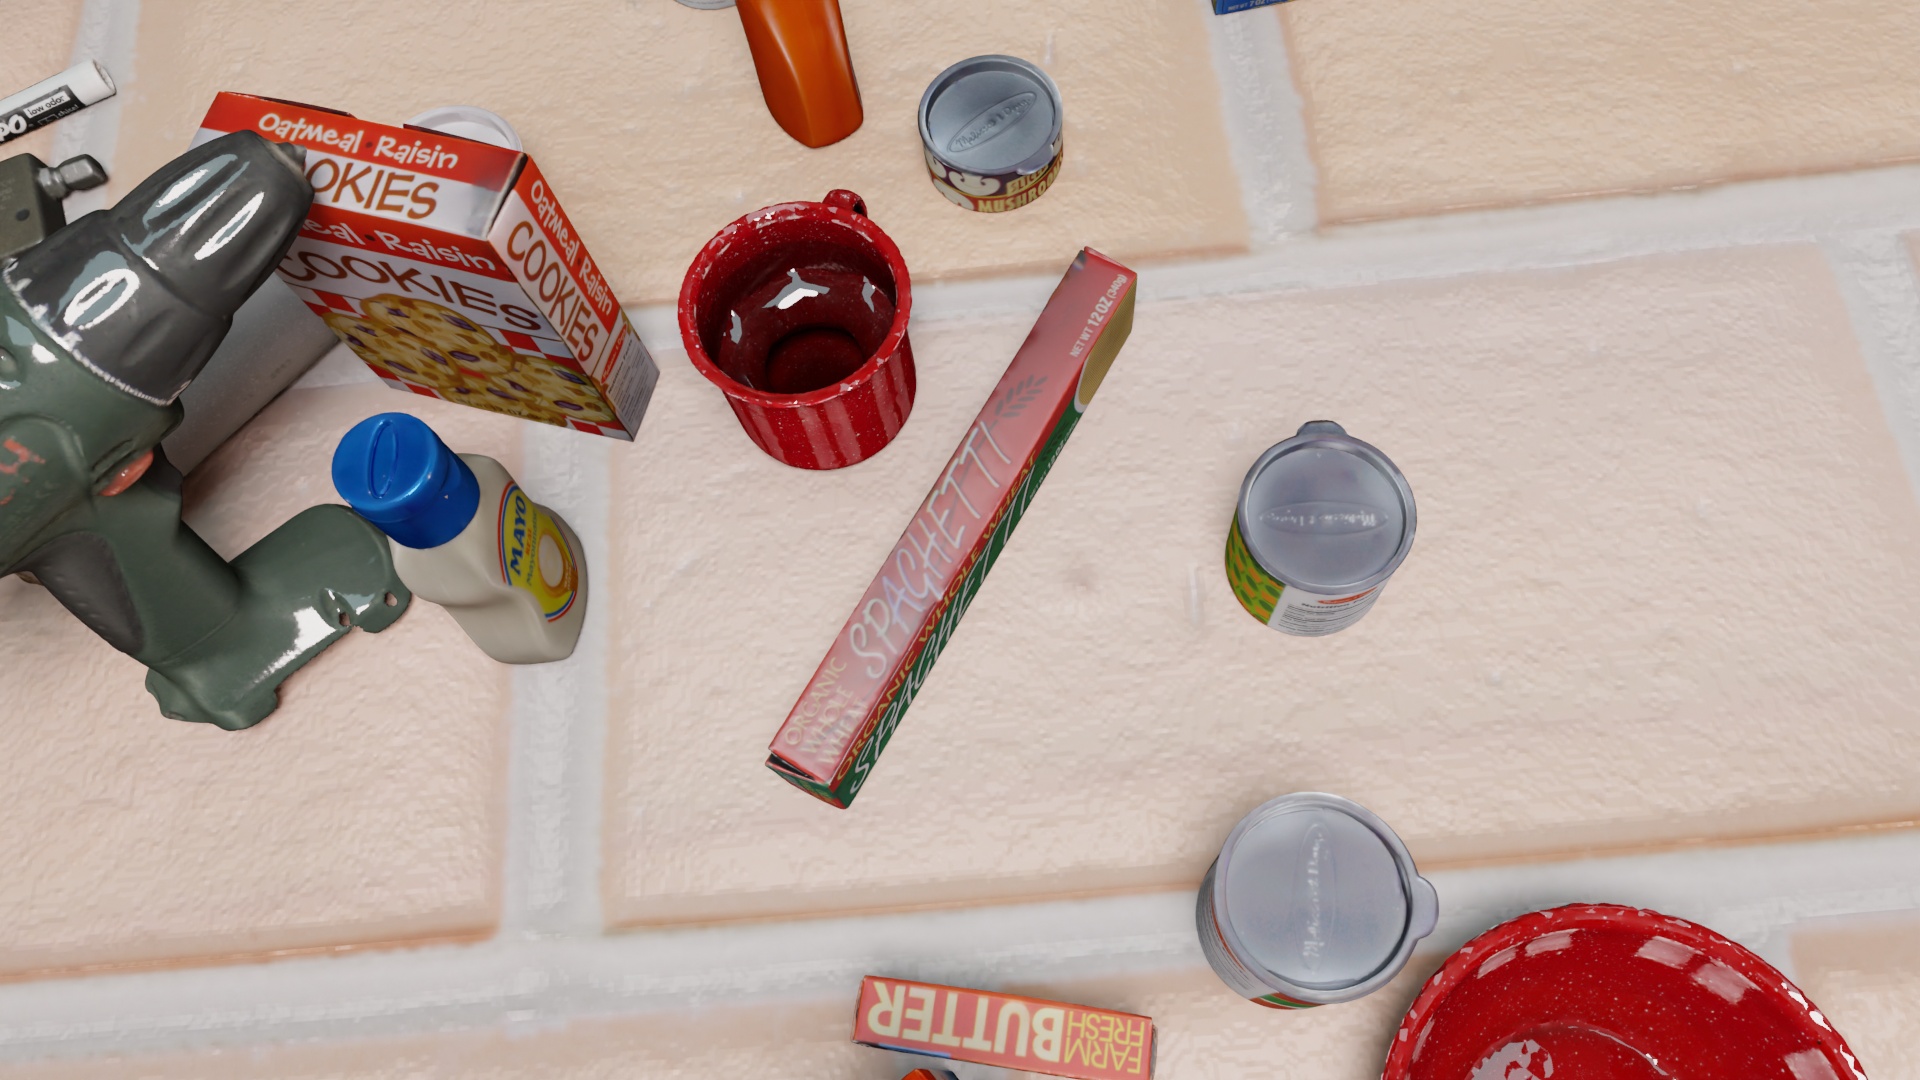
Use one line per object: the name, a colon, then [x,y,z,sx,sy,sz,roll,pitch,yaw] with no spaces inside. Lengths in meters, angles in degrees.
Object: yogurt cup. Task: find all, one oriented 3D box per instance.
yogurt cup: [-0.225,-0.157,0.638,0.072,0.053,0.072,-1,69,4]

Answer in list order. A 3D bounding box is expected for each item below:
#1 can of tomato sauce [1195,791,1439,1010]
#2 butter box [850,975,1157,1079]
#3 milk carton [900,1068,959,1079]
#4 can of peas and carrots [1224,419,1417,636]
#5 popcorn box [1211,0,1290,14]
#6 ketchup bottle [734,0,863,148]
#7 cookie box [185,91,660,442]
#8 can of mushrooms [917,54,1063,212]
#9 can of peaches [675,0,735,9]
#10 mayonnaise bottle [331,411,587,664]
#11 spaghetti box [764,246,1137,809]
can of tomato sauce: [0.120,0.128,0.484,0.071,0.083,0.071,-2,69,4]
butter box: [0.016,0.174,0.491,0.103,0.053,0.024,6,70,7]
milk carton: [-0.014,0.207,0.406,0.072,0.190,0.073,-38,71,-10]
can of peas and carrots: [0.139,-0.003,0.547,0.071,0.058,0.071,-1,69,4]
popcorn box: [0.180,-0.299,0.645,0.127,0.085,0.038,-11,69,0]
ketchup bottle: [-0.078,-0.240,0.608,0.043,0.148,0.065,-29,70,-6]
cookie box: [-0.204,-0.103,0.554,0.123,0.167,0.040,13,71,9]
can of mushrooms: [0.016,-0.186,0.641,0.071,0.033,0.071,-1,69,4]
can of peaches: [-0.127,-0.310,0.688,0.071,0.058,0.071,-1,69,4]
mayonnaise bottle: [-0.183,0.000,0.523,0.041,0.147,0.065,-4,69,3]
spaghetti box: [0.002,-0.007,0.564,0.029,0.050,0.251,27,73,14]
